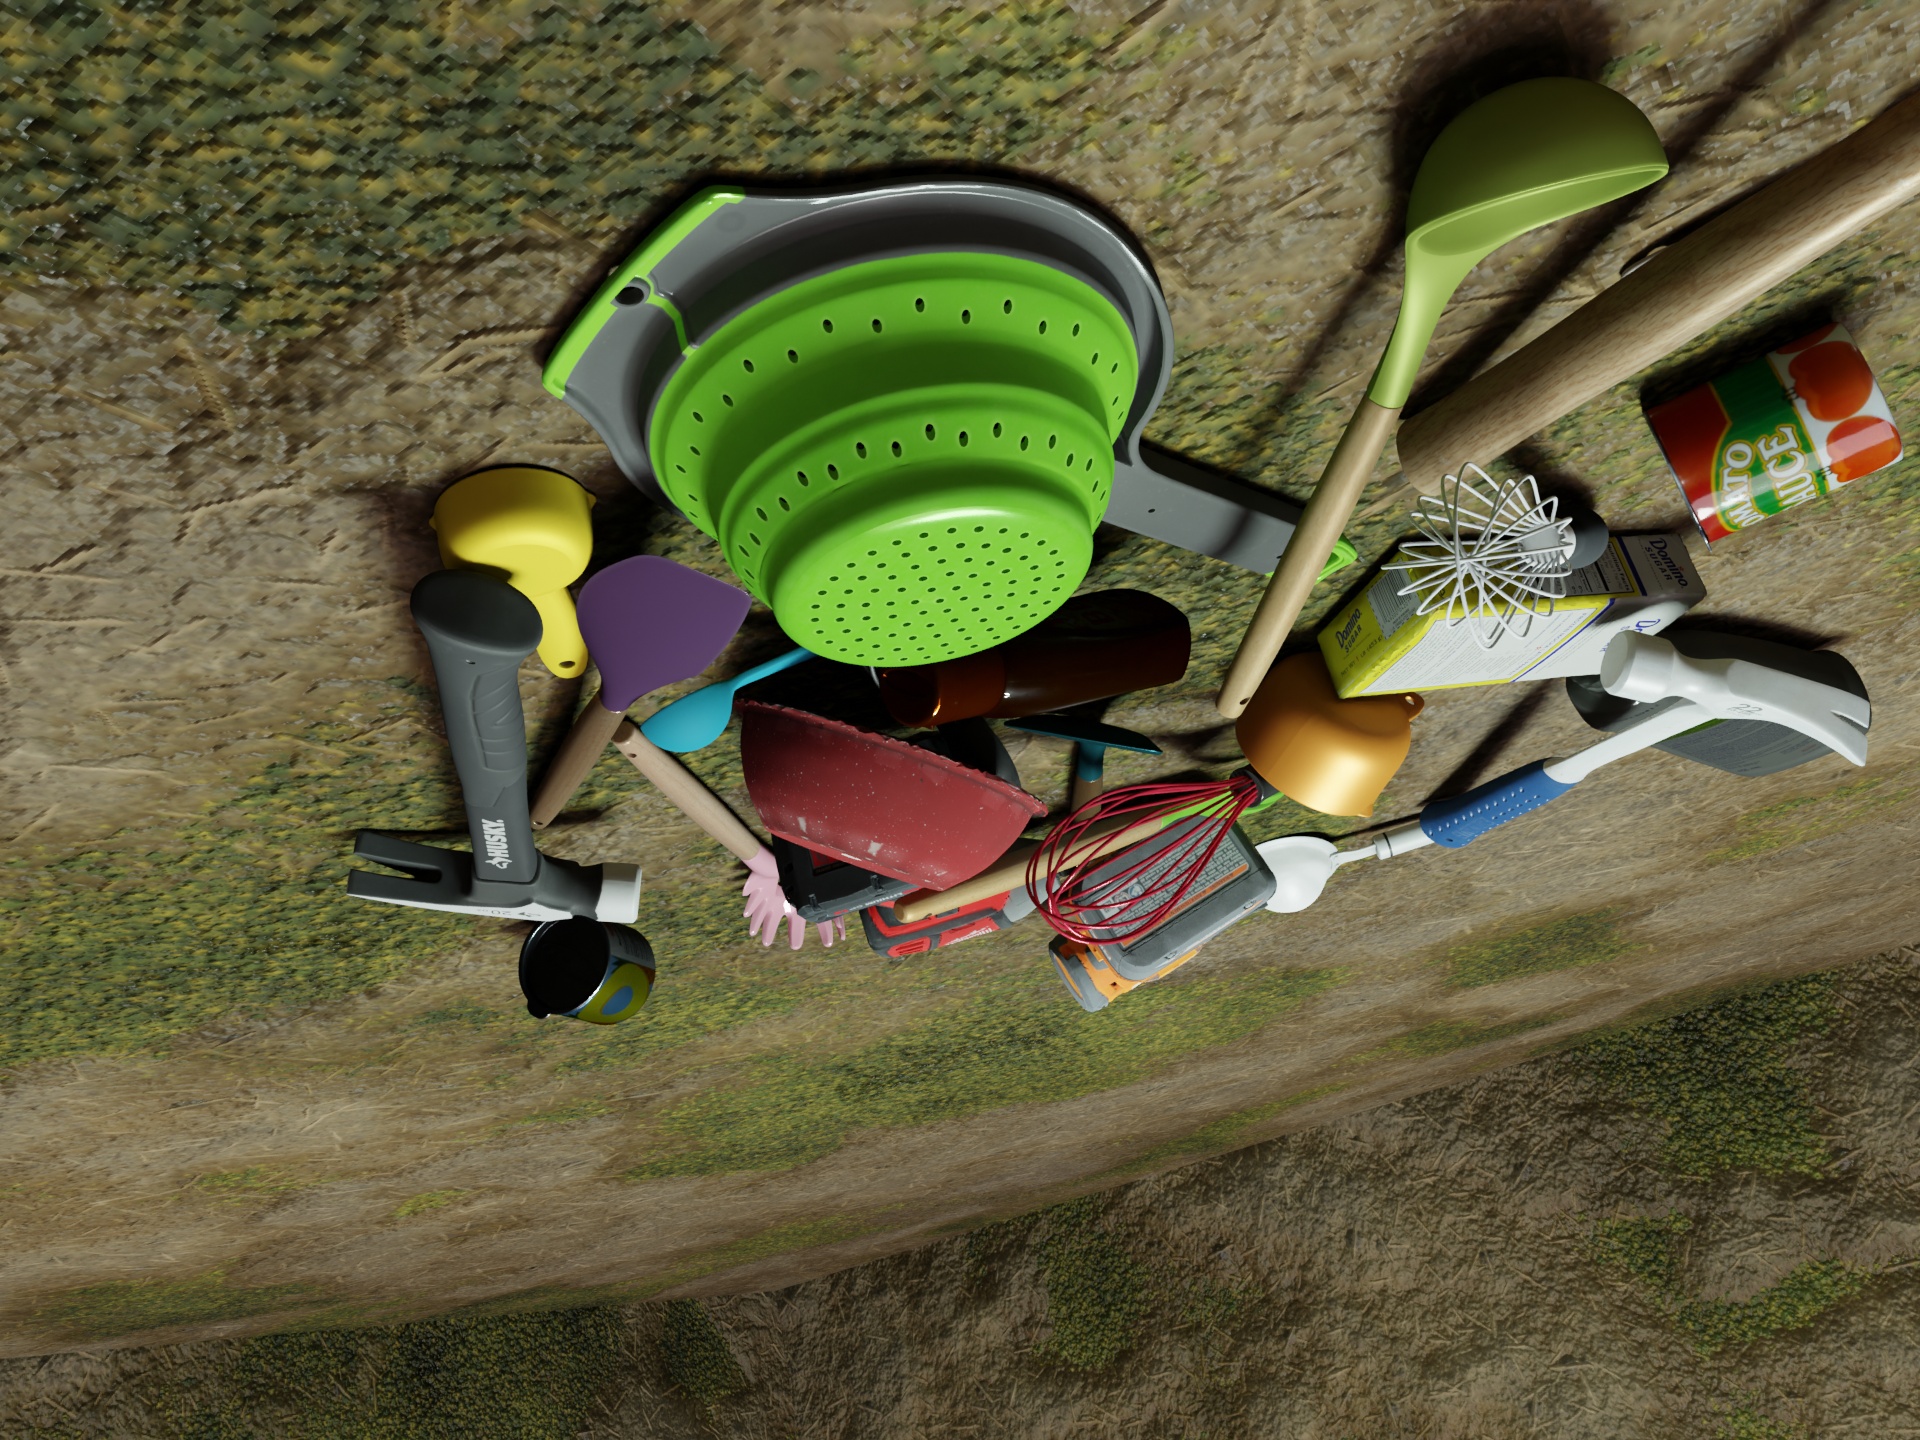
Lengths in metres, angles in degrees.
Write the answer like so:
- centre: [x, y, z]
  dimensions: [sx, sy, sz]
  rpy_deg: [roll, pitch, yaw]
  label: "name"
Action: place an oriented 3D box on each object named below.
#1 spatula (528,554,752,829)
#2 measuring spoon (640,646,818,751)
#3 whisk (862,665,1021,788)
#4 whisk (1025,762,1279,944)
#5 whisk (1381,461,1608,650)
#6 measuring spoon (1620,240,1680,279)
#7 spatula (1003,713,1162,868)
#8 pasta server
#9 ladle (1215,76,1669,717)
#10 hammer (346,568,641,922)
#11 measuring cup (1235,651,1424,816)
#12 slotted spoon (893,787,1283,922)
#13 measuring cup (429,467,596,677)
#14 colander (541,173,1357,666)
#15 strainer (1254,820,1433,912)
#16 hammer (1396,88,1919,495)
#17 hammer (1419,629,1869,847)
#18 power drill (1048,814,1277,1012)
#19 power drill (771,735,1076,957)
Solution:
- centre: [-0.162, -0.002, 0.709]
  dimensions: [0.059, 0.018, 0.316]
  rpy_deg: [22, 152, -16]
  label: "spatula"
- centre: [-0.080, -0.016, 0.705]
  dimensions: [0.128, 0.021, 0.042]
  rpy_deg: [-26, 176, -27]
  label: "measuring spoon"
- centre: [0.000, -0.002, 0.773]
  dimensions: [0.055, 0.055, 0.238]
  rpy_deg: [-16, 153, 7]
  label: "whisk"
- centre: [0.144, 0.043, 0.870]
  dimensions: [0.296, 0.073, 0.073]
  rpy_deg: [-25, 167, -39]
  label: "whisk"
- centre: [0.244, -0.076, 0.679]
  dimensions: [0.070, 0.070, 0.284]
  rpy_deg: [-28, 174, 30]
  label: "whisk"
- centre: [0.304, -0.193, 0.583]
  dimensions: [0.124, 0.018, 0.034]
  rpy_deg: [-20, 157, 31]
  label: "measuring spoon"
- centre: [0.073, 0.048, 0.955]
  dimensions: [0.082, 0.044, 0.317]
  rpy_deg: [10, 159, 7]
  label: "spatula"
- centre: [-0.130, 0.072, 0.908]
  dimensions: [0.060, 0.040, 0.316]
  rpy_deg: [-6, 157, 11]
  label: "pasta server"
- centre: [0.157, -0.094, 0.598]
  dimensions: [0.078, 0.062, 0.320]
  rpy_deg: [-15, 147, -24]
  label: "ladle"
- centre: [-0.214, 0.025, 0.709]
  dimensions: [0.146, 0.035, 0.334]
  rpy_deg: [6, 155, -10]
  label: "hammer"
- centre: [0.228, -0.008, 0.893]
  dimensions: [0.173, 0.095, 0.052]
  rpy_deg: [-21, 147, -44]
  label: "measuring cup"
- centre: [0.089, 0.063, 0.897]
  dimensions: [0.313, 0.031, 0.070]
  rpy_deg: [-16, 158, -37]
  label: "slotted spoon"
- centre: [-0.167, -0.045, 0.635]
  dimensions: [0.062, 0.029, 0.156]
  rpy_deg: [-10, 154, -8]
  label: "measuring cup"
- centre: [0.042, -0.071, 0.608]
  dimensions: [0.396, 0.095, 0.204]
  rpy_deg: [11, 147, -43]
  label: "colander"
- centre: [0.311, 0.098, 1.199]
  dimensions: [0.258, 0.050, 0.086]
  rpy_deg: [-19, 141, 5]
  label: "strainer"
- centre: [0.263, -0.160, 0.534]
  dimensions: [0.031, 0.130, 0.331]
  rpy_deg: [-1, 164, -26]
  label: "hammer"
- centre: [0.382, 0.031, 0.980]
  dimensions: [0.144, 0.035, 0.405]
  rpy_deg: [14, 166, -1]
  label: "hammer"
- centre: [0.145, 0.124, 1.091]
  dimensions: [0.164, 0.084, 0.226]
  rpy_deg: [-31, 166, -9]
  label: "power drill"
- centre: [-0.016, 0.086, 0.957]
  dimensions: [0.143, 0.079, 0.219]
  rpy_deg: [-18, 159, 10]
  label: "power drill"
